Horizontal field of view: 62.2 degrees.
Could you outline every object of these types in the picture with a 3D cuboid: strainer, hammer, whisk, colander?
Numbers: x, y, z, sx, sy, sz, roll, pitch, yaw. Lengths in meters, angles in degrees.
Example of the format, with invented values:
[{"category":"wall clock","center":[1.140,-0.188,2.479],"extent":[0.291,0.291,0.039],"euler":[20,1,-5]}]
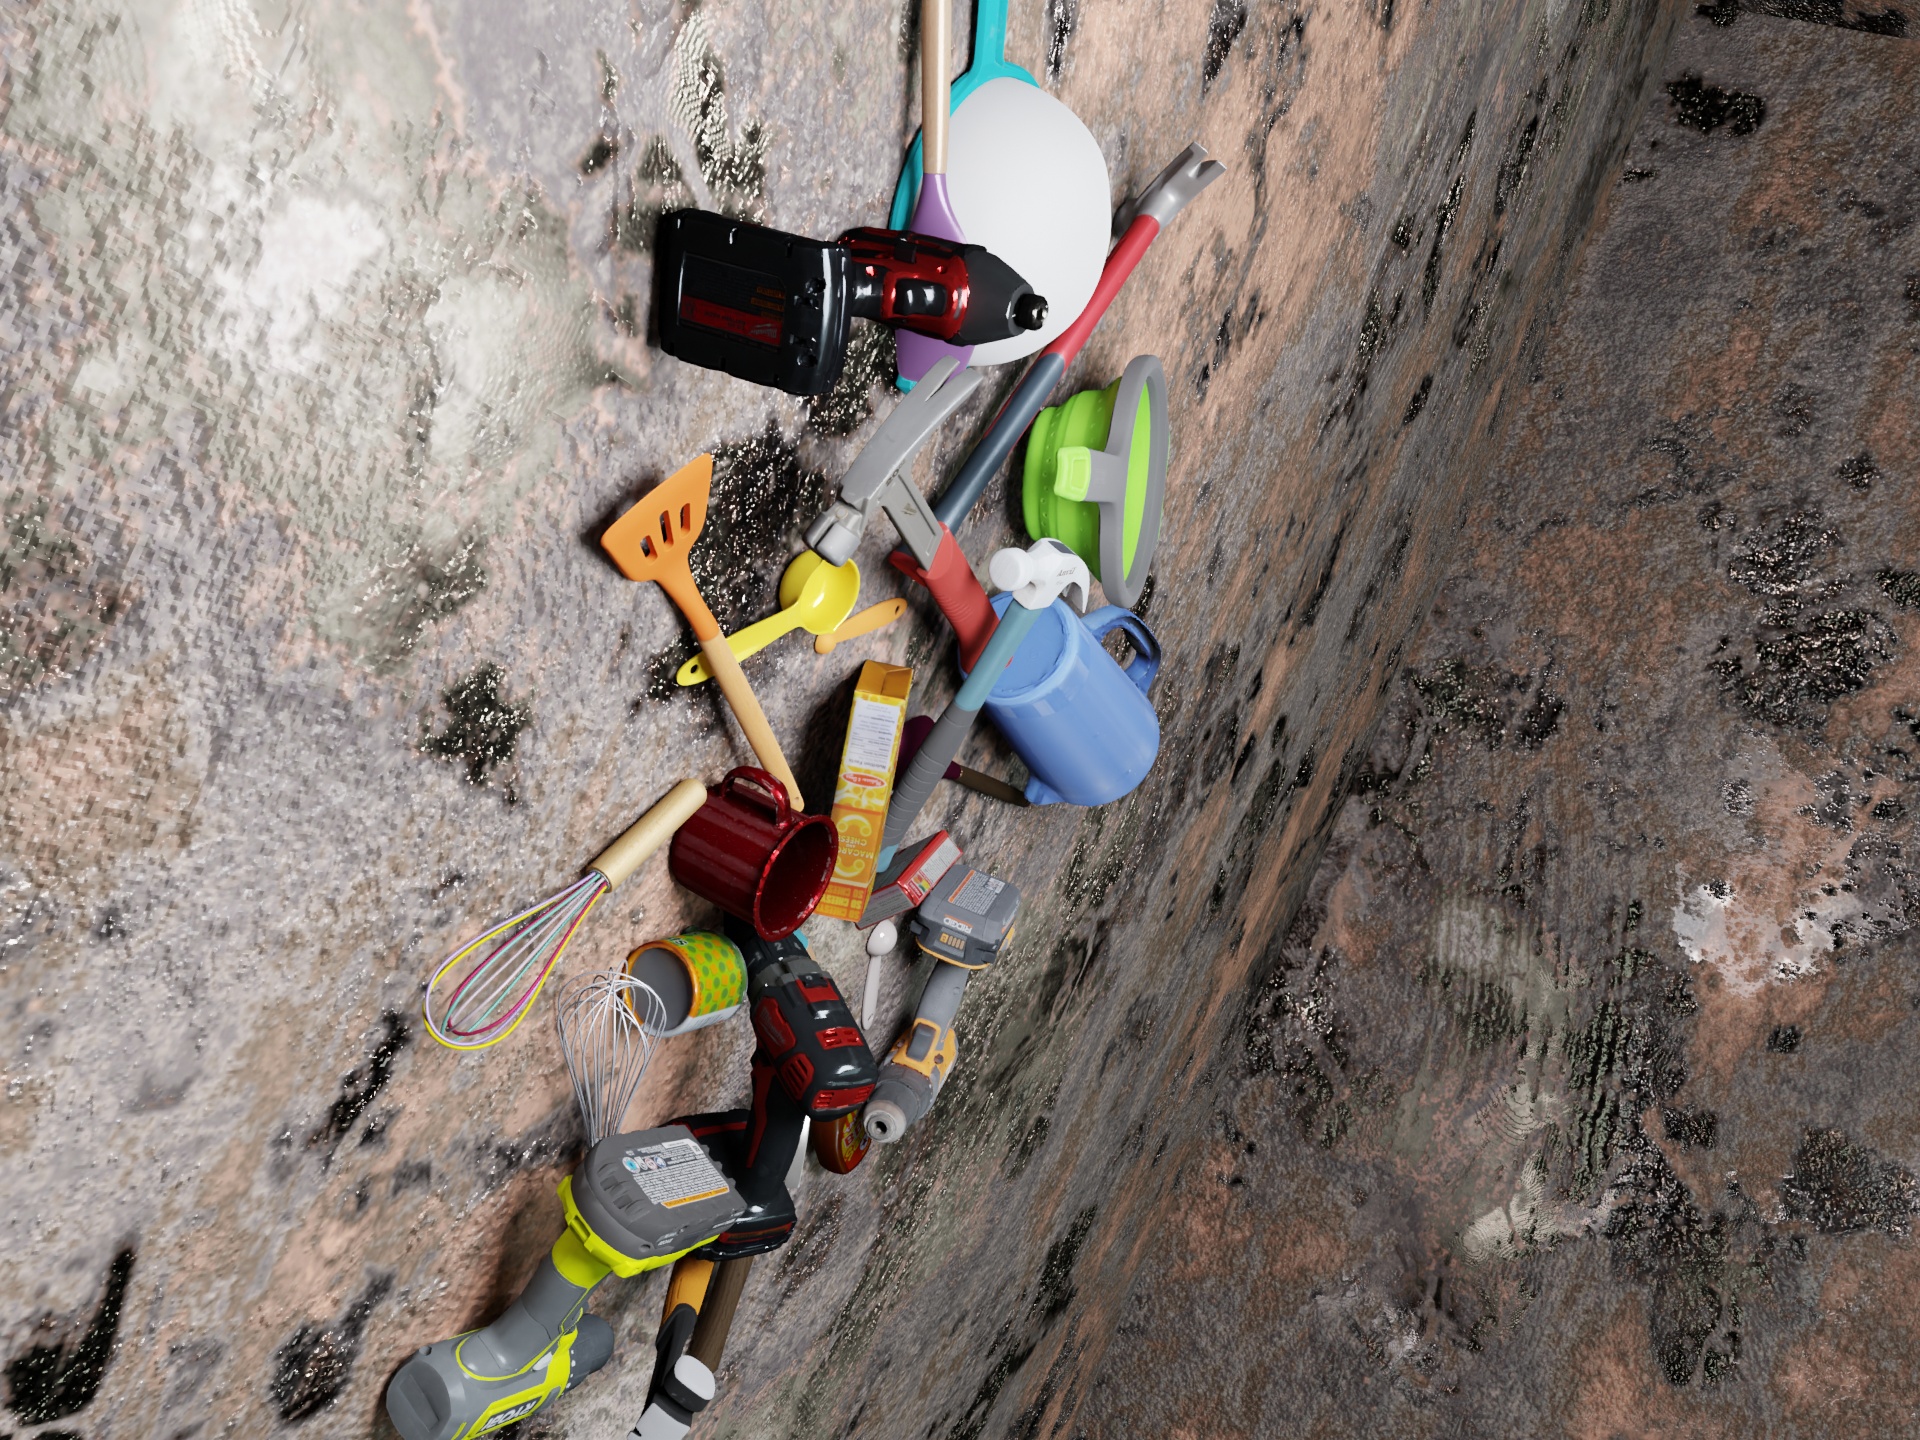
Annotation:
[{"category":"strainer","center":[0.048,-0.381,1.048],"extent":[0.211,0.095,0.340],"euler":[-42,147,-43]},{"category":"hammer","center":[-0.002,-0.004,1.232],"extent":[0.128,0.033,0.331],"euler":[-16,144,-53]},{"category":"whisk","center":[-0.242,0.275,1.081],"extent":[0.070,0.070,0.284],"euler":[-36,146,-49]},{"category":"hammer","center":[-0.176,0.420,1.322],"extent":[0.130,0.031,0.331],"euler":[-100,-154,-63]},{"category":"hammer","center":[0.069,-0.266,1.197],"extent":[0.386,0.038,0.143],"euler":[-57,-168,-13]},{"category":"hammer","center":[-0.006,-0.115,1.130],"extent":[0.149,0.037,0.358],"euler":[-52,160,-5]},{"category":"whisk","center":[-0.233,0.114,0.973],"extent":[0.245,0.047,0.051],"euler":[-48,149,-43]},{"category":"colander","center":[0.085,-0.188,1.224],"extent":[0.397,0.094,0.204],"euler":[-24,120,-73]},{"category":"hammer","center":[-0.204,0.431,1.139],"extent":[0.127,0.034,0.337],"euler":[-51,-174,6]}]

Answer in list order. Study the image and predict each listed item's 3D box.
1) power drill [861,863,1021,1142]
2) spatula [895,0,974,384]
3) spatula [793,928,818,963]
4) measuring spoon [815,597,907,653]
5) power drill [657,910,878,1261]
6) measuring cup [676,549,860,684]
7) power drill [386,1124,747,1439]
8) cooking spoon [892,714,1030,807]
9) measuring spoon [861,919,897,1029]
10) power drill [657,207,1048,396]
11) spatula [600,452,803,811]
[{"category":"power drill","center":[-0.026,0.263,1.447],"extent":[0.185,0.084,0.226],"euler":[-41,151,-72]},{"category":"spatula","center":[-0.013,-0.364,0.979],"extent":[0.018,0.060,0.315],"euler":[-48,143,-58]},{"category":"spatula","center":[-0.114,0.194,1.281],"extent":[0.317,0.044,0.082],"euler":[80,7,-54]},{"category":"measuring spoon","center":[-0.070,-0.071,1.180],"extent":[0.117,0.011,0.021],"euler":[-30,137,-53]},{"category":"power drill","center":[-0.150,0.256,1.150],"extent":[0.080,0.188,0.226],"euler":[2,127,-37]},{"category":"measuring cup","center":[-0.132,-0.067,1.053],"extent":[0.156,0.029,0.062],"euler":[-33,138,-33]},{"category":"power drill","center":[-0.252,0.382,1.072],"extent":[0.228,0.080,0.190],"euler":[-50,157,10]},{"category":"cooking spoon","center":[0.005,0.050,1.431],"extent":[0.069,0.017,0.318],"euler":[-66,155,-1]},{"category":"measuring spoon","center":[-0.073,0.233,1.433],"extent":[0.034,0.018,0.124],"euler":[-35,142,-50]},{"category":"power drill","center":[-0.054,-0.242,0.906],"extent":[0.219,0.143,0.078],"euler":[-25,131,-53]},{"category":"spatula","center":[-0.145,-0.035,0.999],"extent":[0.081,0.041,0.322],"euler":[-43,143,-20]}]
